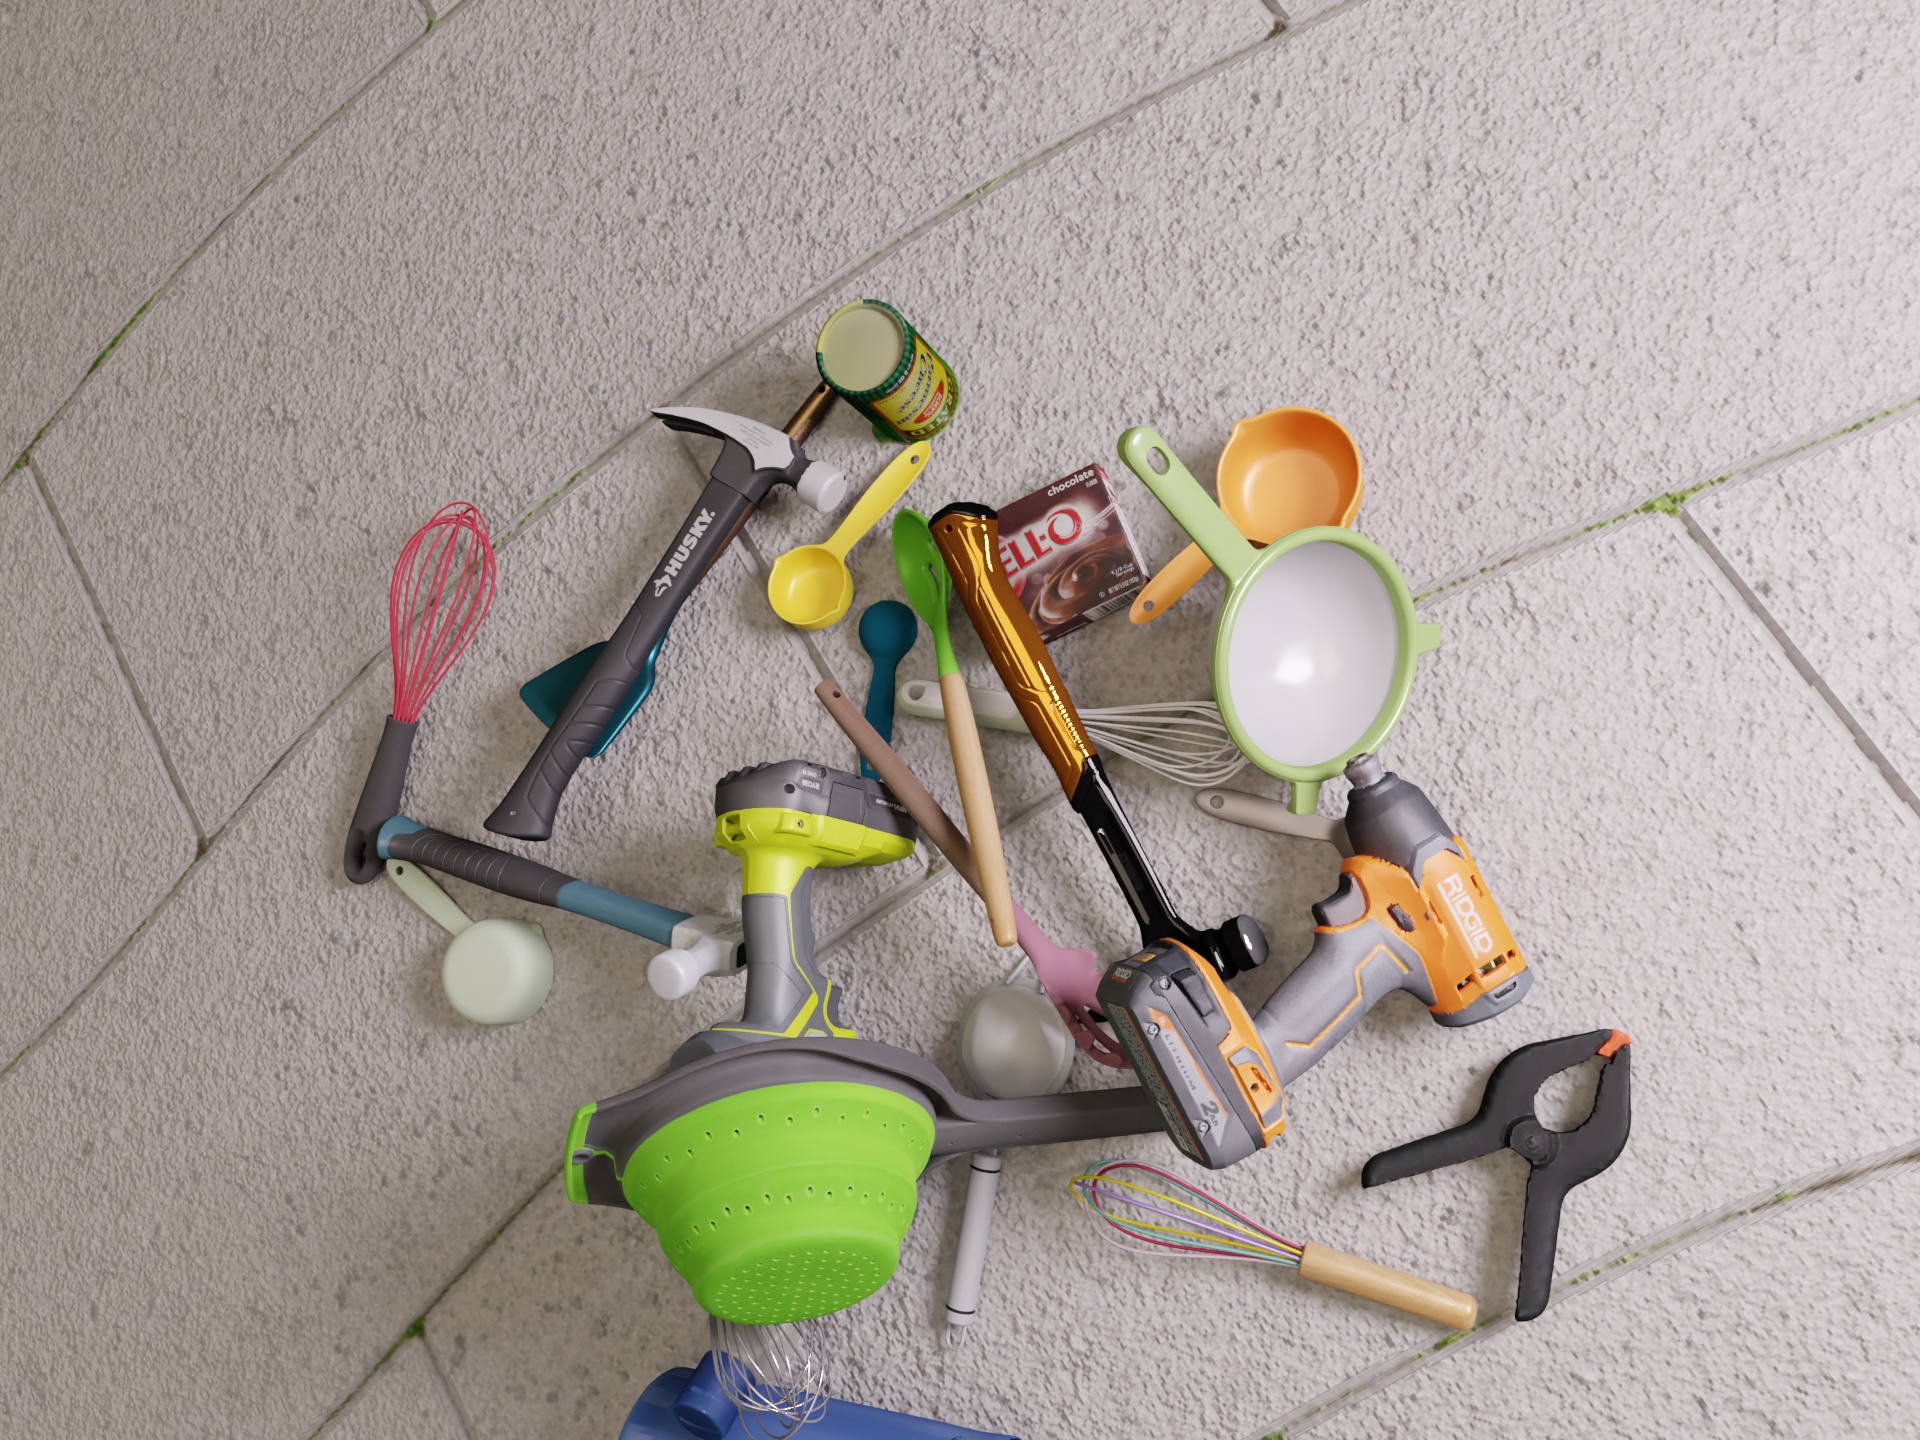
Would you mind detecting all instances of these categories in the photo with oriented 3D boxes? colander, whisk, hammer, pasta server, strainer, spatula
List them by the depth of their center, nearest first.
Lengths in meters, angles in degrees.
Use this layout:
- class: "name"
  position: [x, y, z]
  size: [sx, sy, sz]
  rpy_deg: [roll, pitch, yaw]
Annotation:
- class: "colander"
  position: [-0.016, 0.264, 0.892]
  size: [0.397, 0.204, 0.095]
  rpy_deg: [-1, 48, -17]
- class: "strainer"
  position: [0.162, -0.075, 0.931]
  size: [0.256, 0.069, 0.151]
  rpy_deg: [45, 77, -24]
- class: "whisk"
  position: [0.182, 0.314, 0.950]
  size: [0.245, 0.051, 0.047]
  rpy_deg: [15, 113, 15]
- class: "whisk"
  position: [-0.146, 0.325, 0.975]
  size: [0.070, 0.070, 0.285]
  rpy_deg: [-55, 35, 5]
- class: "pasta server"
  position: [0.012, 0.089, 0.976]
  size: [0.316, 0.060, 0.040]
  rpy_deg: [50, 140, 15]
- class: "hammer"
  position: [0.060, 0.020, 0.985]
  size: [0.127, 0.034, 0.337]
  rpy_deg: [-29, 84, 26]
- class: "strainer"
  position: [0.018, 0.271, 1.006]
  size: [0.087, 0.050, 0.258]
  rpy_deg: [9, 89, 34]
- class: "whisk"
  position: [0.070, 0.000, 1.020]
  size: [0.246, 0.059, 0.058]
  rpy_deg: [9, 67, 23]
- class: "hammer"
  position: [-0.224, -0.062, 1.087]
  size: [0.146, 0.035, 0.335]
  rpy_deg: [32, 88, 18]
- class: "hammer"
  position: [-0.278, 0.116, 1.089]
  size: [0.331, 0.128, 0.033]
  rpy_deg: [13, 106, 28]
- class: "spatula"
  position: [-0.184, -0.117, 1.117]
  size: [0.082, 0.044, 0.317]
  rpy_deg: [39, 94, 20]
- class: "whisk"
  position: [-0.405, -0.019, 1.170]
  size: [0.073, 0.073, 0.296]
  rpy_deg: [20, 96, 19]

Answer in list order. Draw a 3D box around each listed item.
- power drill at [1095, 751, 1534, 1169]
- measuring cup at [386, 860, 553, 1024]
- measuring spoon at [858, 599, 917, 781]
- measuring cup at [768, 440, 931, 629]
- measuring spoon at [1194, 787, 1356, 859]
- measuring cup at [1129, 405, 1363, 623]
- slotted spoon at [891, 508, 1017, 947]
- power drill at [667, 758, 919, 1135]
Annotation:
- class: "power drill"
  position: [0.195, 0.130, 0.897]
  size: [0.226, 0.084, 0.164]
  rpy_deg: [-28, 92, -12]
- class: "measuring cup"
  position: [-0.365, 0.151, 1.142]
  size: [0.168, 0.038, 0.083]
  rpy_deg: [39, 95, 16]
- class: "measuring spoon"
  position: [-0.056, -0.020, 1.074]
  size: [0.042, 0.021, 0.129]
  rpy_deg: [4, 83, 18]
- class: "measuring cup"
  position: [-0.069, -0.127, 1.095]
  size: [0.062, 0.029, 0.156]
  rpy_deg: [39, 87, 21]
- class: "measuring spoon"
  position: [0.204, 0.062, 0.983]
  size: [0.124, 0.018, 0.034]
  rpy_deg: [13, 87, 20]
- class: "measuring cup"
  position: [0.176, -0.118, 0.998]
  size: [0.173, 0.052, 0.095]
  rpy_deg: [-43, 73, 10]
- class: "slotted spoon"
  position: [-0.002, -0.003, 1.000]
  size: [0.031, 0.070, 0.314]
  rpy_deg: [-2, 59, -18]
- class: "power drill"
  position: [-0.085, 0.153, 0.994]
  size: [0.080, 0.190, 0.229]
  rpy_deg: [-15, 66, 43]
